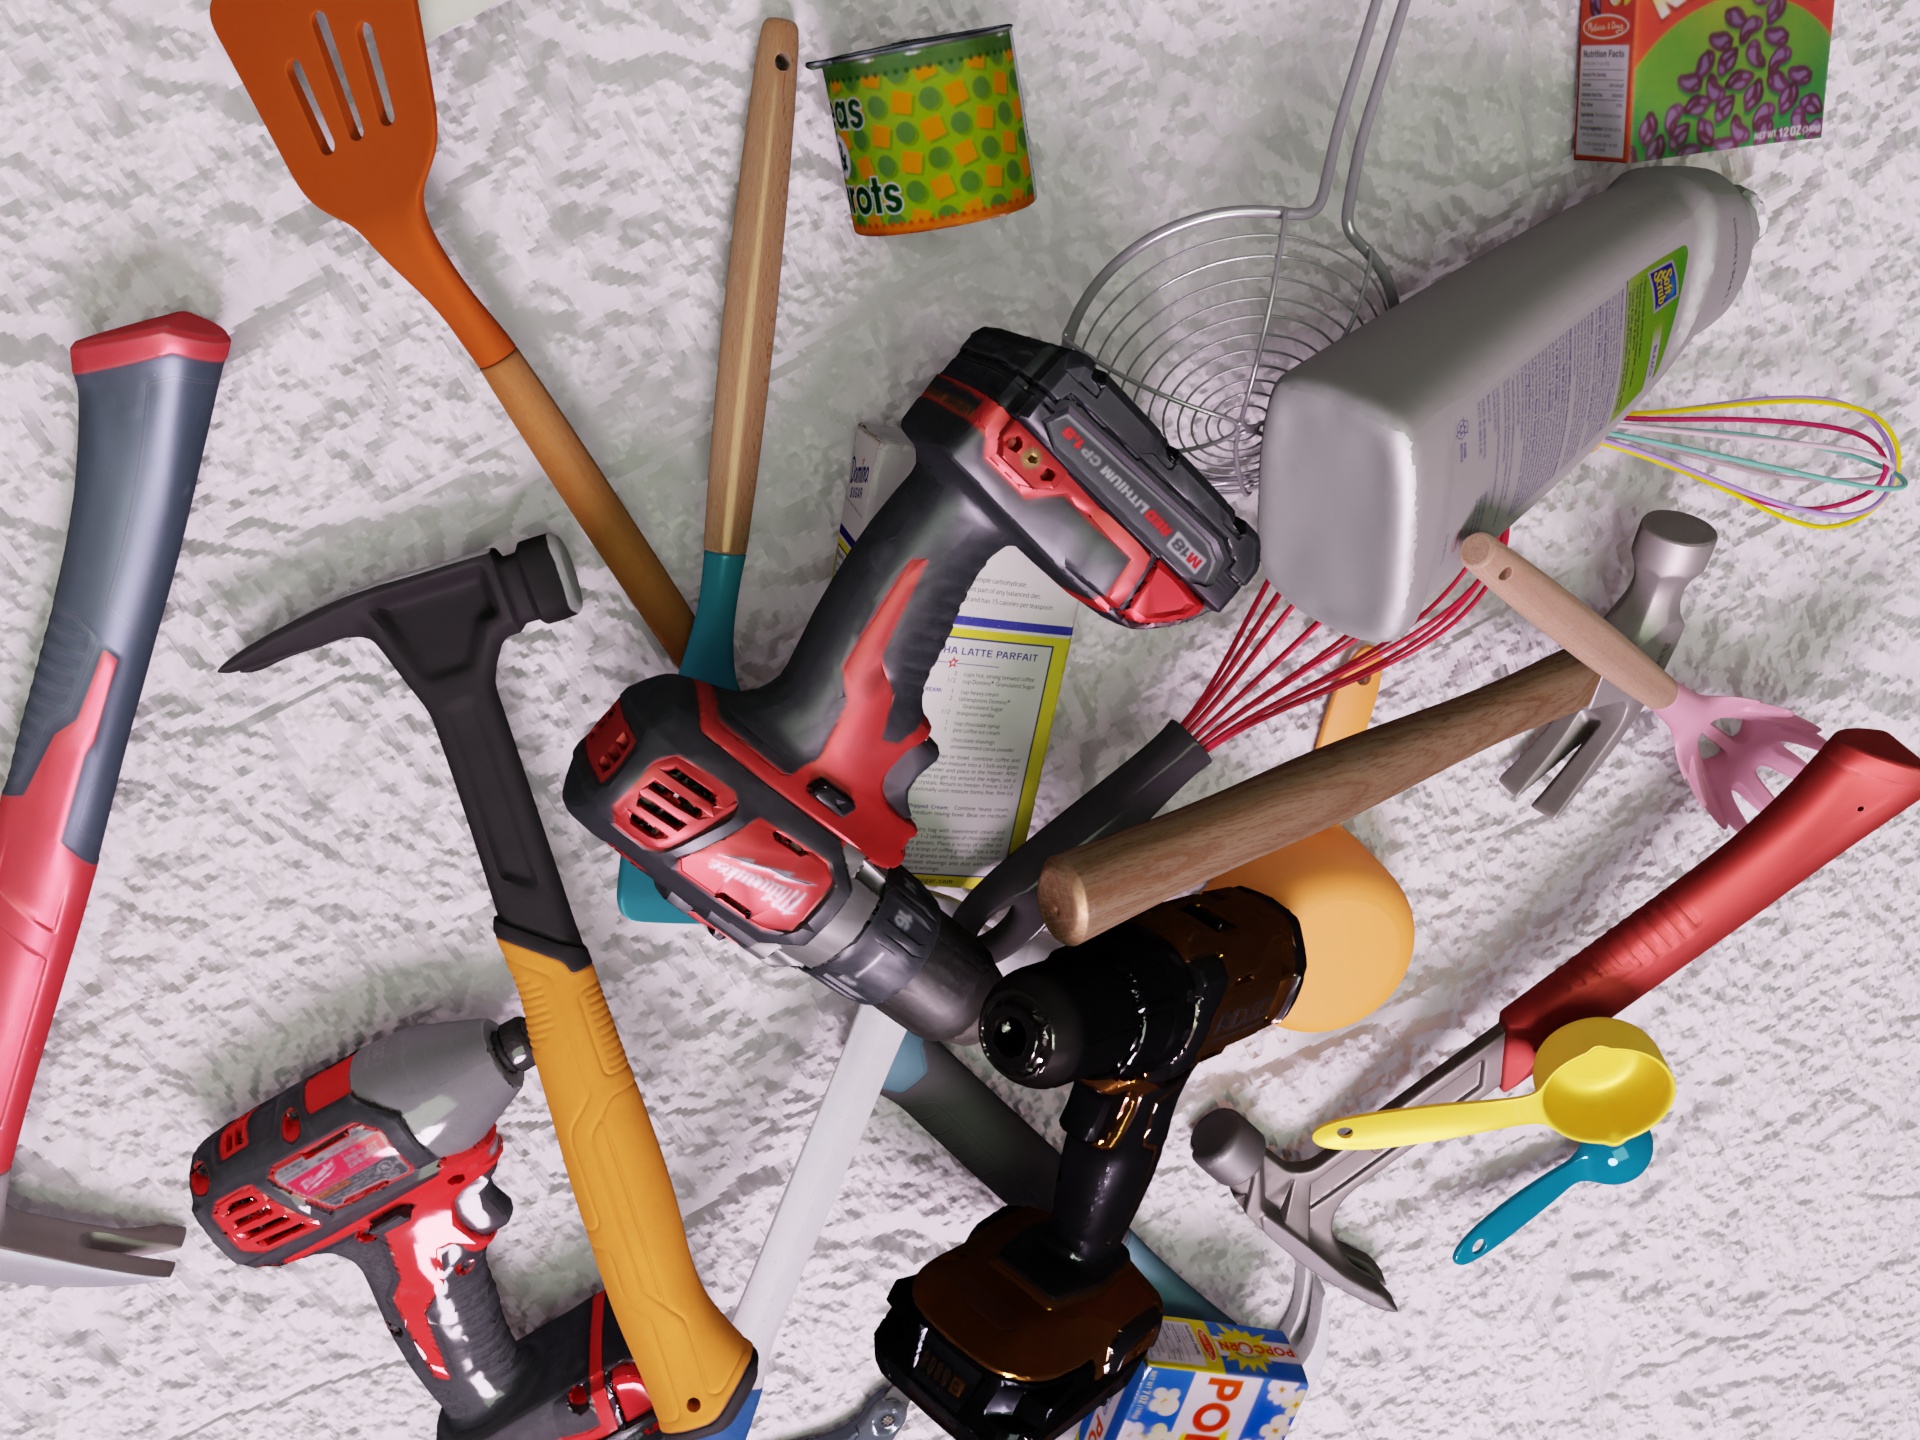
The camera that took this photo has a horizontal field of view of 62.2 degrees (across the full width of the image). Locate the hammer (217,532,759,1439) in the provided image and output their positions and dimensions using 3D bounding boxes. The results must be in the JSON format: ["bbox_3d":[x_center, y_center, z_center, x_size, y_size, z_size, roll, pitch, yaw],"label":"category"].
[{"bbox_3d":[-0.155,0.108,0.588,0.127,0.034,0.337,-19,93,-5],"label":"hammer"}]

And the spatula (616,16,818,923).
[{"bbox_3d":[-0.076,-0.085,0.571,0.082,0.044,0.317,1,104,-29],"label":"spatula"}]

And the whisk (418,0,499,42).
[{"bbox_3d":[-0.081,-0.287,0.507,0.246,0.058,0.059,-29,145,4],"label":"whisk"}]

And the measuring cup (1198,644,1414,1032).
[{"bbox_3d":[0.164,0.056,0.690,0.095,0.052,0.173,6,112,-15],"label":"measuring cup"}]

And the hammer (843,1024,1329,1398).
[{"bbox_3d":[0.060,0.241,0.750,0.128,0.033,0.330,-41,114,6],"label":"hammer"}]

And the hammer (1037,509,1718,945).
[{"bbox_3d":[0.169,0.016,0.622,0.331,0.031,0.130,-20,133,-28],"label":"hammer"}]

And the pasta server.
[{"bbox_3d":[0.277,-0.014,0.637,0.316,0.040,0.060,21,113,-46],"label":"pasta server"}]

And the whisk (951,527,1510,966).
[{"bbox_3d":[0.107,-0.004,0.634,0.296,0.073,0.073,-42,114,-2],"label":"whisk"}]

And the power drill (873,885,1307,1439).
[{"bbox_3d":[0.042,0.175,0.619,0.185,0.084,0.226,-1,116,-55],"label":"power drill"}]

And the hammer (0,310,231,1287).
[{"bbox_3d":[-0.318,0.042,0.585,0.143,0.038,0.386,18,106,-20],"label":"hammer"}]

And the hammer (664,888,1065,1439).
[{"bbox_3d":[-0.093,0.254,0.645,0.144,0.035,0.405,24,88,-22],"label":"hammer"}]

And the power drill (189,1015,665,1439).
[{"bbox_3d":[-0.197,0.226,0.666,0.143,0.079,0.219,-30,111,-1],"label":"power drill"}]

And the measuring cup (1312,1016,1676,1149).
[{"bbox_3d":[0.235,0.167,0.713,0.156,0.029,0.062,-13,120,16],"label":"measuring cup"}]

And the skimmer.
[{"bbox_3d":[0.139,-0.258,0.577,0.127,0.090,0.363,15,97,-22],"label":"skimmer"}]

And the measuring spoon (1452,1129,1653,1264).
[{"bbox_3d":[0.300,0.239,0.794,0.128,0.021,0.042,-29,117,-17],"label":"measuring spoon"}]

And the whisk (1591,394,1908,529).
[{"bbox_3d":[0.281,-0.114,0.656,0.245,0.051,0.047,6,133,-10],"label":"whisk"}]

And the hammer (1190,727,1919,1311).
[{"bbox_3d":[0.284,0.136,0.729,0.359,0.037,0.149,-42,113,16],"label":"hammer"}]

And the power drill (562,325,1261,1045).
[{"bbox_3d":[-0.001,-0.002,0.559,0.187,0.080,0.226,41,92,-27],"label":"power drill"}]

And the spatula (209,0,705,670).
[{"bbox_3d":[-0.146,-0.112,0.565,0.081,0.041,0.322,-14,124,23],"label":"spatula"}]
